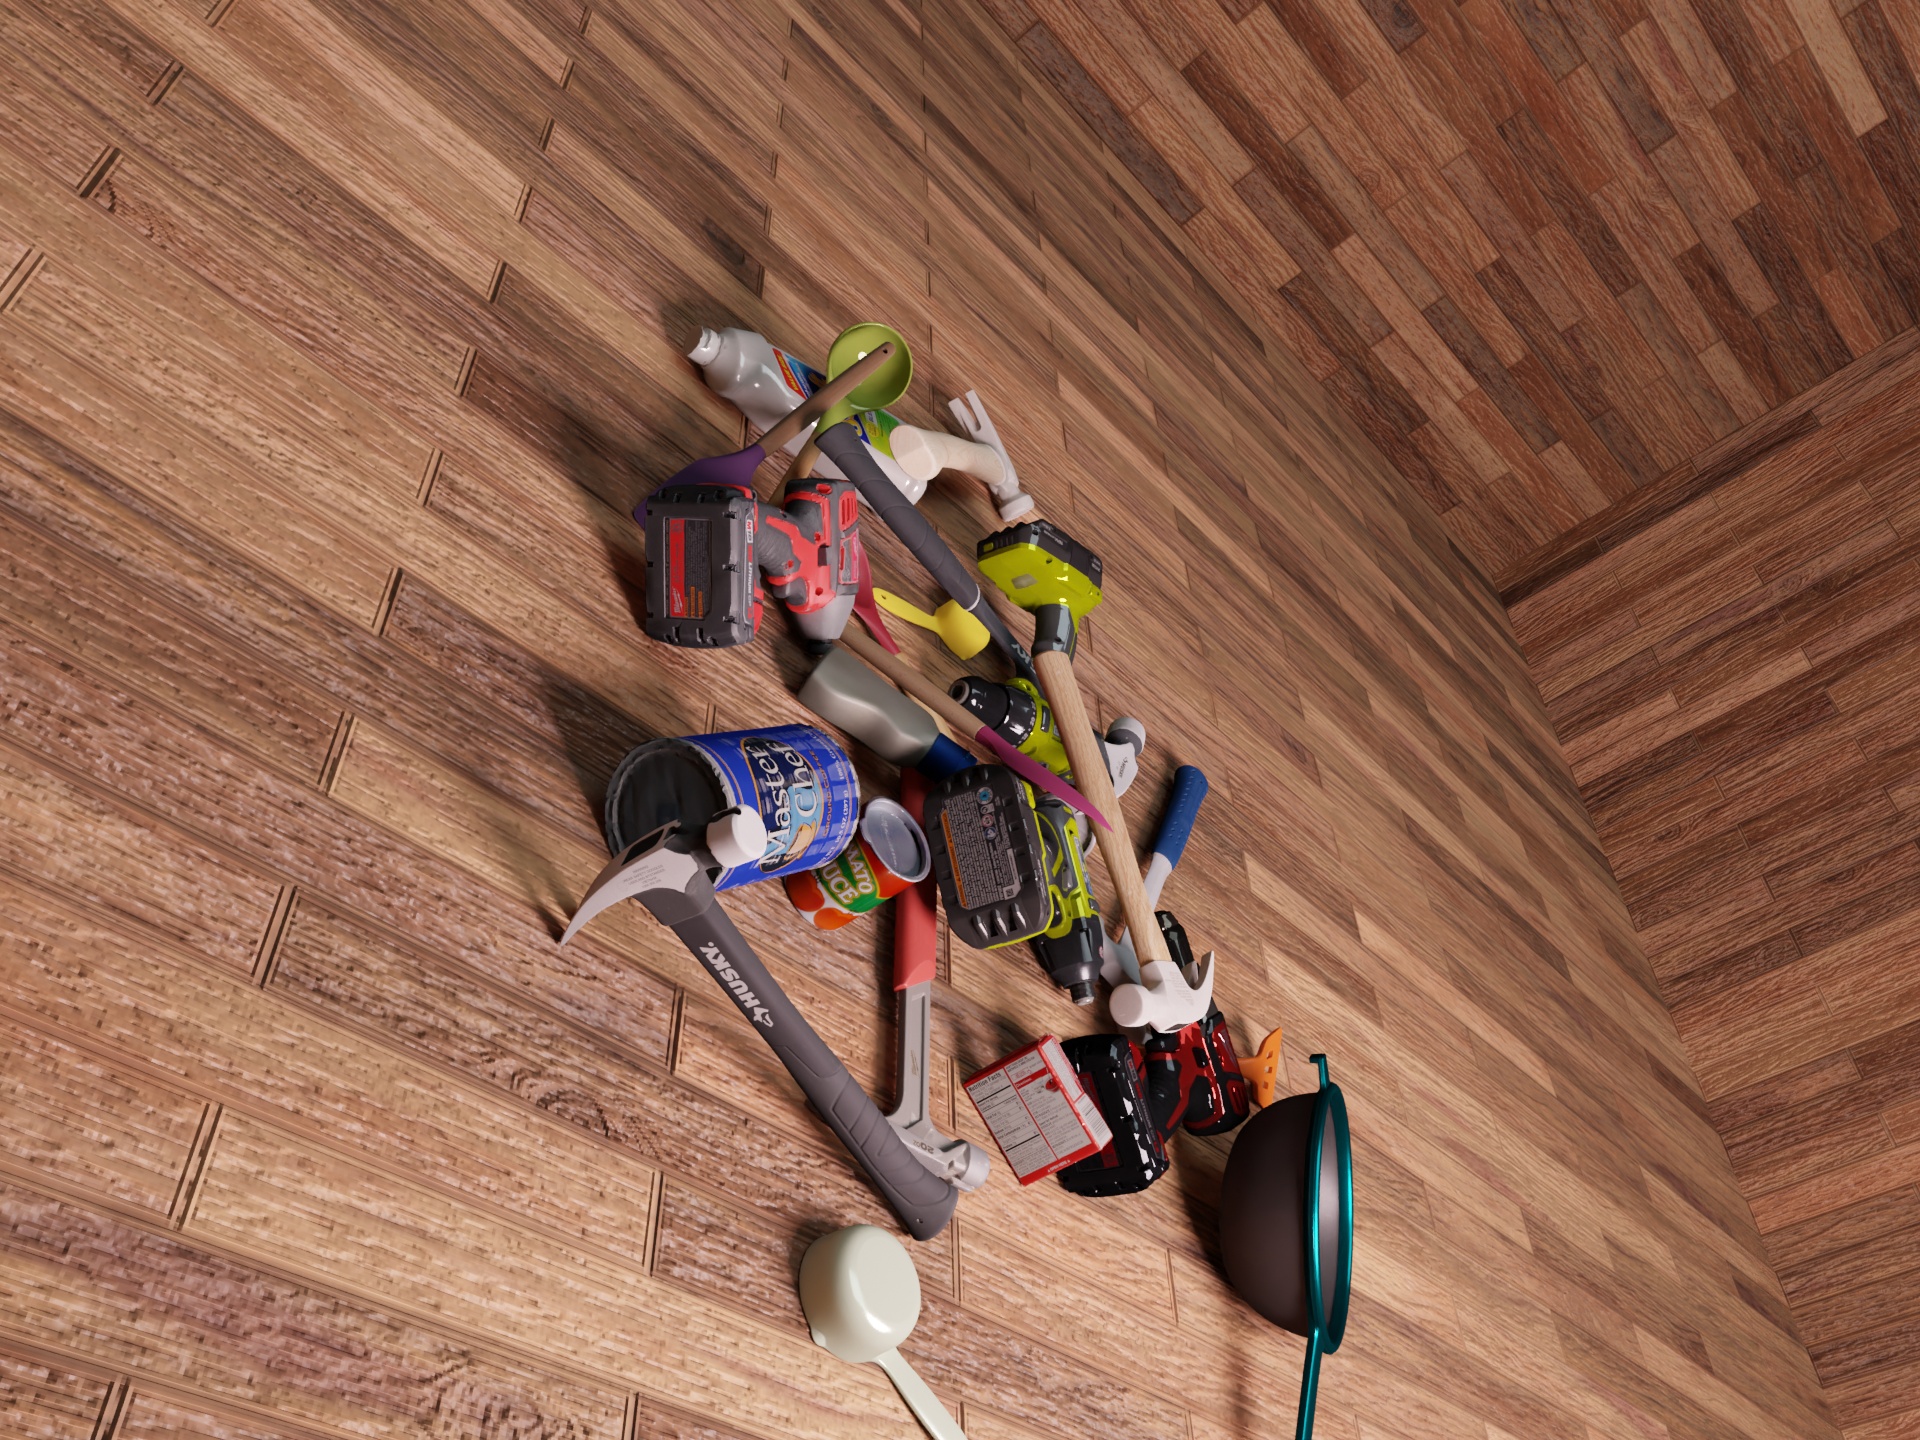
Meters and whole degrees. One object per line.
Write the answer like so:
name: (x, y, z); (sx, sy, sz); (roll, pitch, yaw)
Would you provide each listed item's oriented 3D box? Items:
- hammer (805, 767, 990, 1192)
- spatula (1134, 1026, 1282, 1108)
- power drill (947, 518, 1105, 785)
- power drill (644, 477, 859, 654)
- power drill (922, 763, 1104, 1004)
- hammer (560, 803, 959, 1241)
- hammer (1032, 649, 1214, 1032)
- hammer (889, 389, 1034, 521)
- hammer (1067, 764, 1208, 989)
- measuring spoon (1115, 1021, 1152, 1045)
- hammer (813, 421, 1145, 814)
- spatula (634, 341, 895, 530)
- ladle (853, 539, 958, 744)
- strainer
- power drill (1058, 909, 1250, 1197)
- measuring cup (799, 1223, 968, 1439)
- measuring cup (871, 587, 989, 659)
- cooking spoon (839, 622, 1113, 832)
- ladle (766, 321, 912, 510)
hammer: (-0.040, 0.159, 1.169); (0.149, 0.036, 0.359); (38, 33, -31)
spatula: (0.200, 0.299, 1.398); (0.322, 0.041, 0.081); (17, 80, -41)
power drill: (0.063, -0.066, 1.482); (0.190, 0.080, 0.229); (28, 56, -43)
power drill: (-0.146, -0.114, 1.214); (0.219, 0.078, 0.143); (-16, 109, -65)
power drill: (0.056, 0.131, 1.264); (0.223, 0.080, 0.171); (37, 36, -63)
hammer: (-0.102, 0.200, 0.965); (0.334, 0.146, 0.035); (57, 26, -24)
hammer: (0.122, 0.090, 1.273); (0.130, 0.031, 0.332); (15, 50, -48)
hammer: (-0.008, -0.268, 1.553); (0.146, 0.038, 0.410); (63, 14, 0)
hammer: (0.197, 0.149, 1.549); (0.144, 0.035, 0.406); (49, 28, -7)
measuring spoon: (0.180, 0.285, 1.401); (0.124, 0.018, 0.034); (36, 34, -35)
hammer: (0.018, -0.089, 1.354); (0.408, 0.036, 0.149); (49, 31, -15)
spatula: (-0.147, -0.231, 1.301); (0.059, 0.018, 0.316); (50, 54, -11)
ladle: (-0.043, -0.034, 1.377); (0.315, 0.031, 0.069); (60, 33, 2)
strainer: (0.246, 0.446, 1.259); (0.341, 0.095, 0.210); (-70, 150, -42)
power drill: (0.146, 0.260, 1.262); (0.226, 0.080, 0.188); (-12, 84, -57)
measuring cup: (-0.030, 0.376, 0.951); (0.167, 0.038, 0.083); (54, 28, -1)
measuring cup: (-0.025, -0.101, 1.468); (0.156, 0.029, 0.062); (22, 43, -51)
cooking spoon: (-0.002, -0.004, 1.262); (0.319, 0.017, 0.068); (36, 1, 26)
ladle: (-0.122, -0.227, 1.345); (0.078, 0.062, 0.320); (43, 47, -22)
